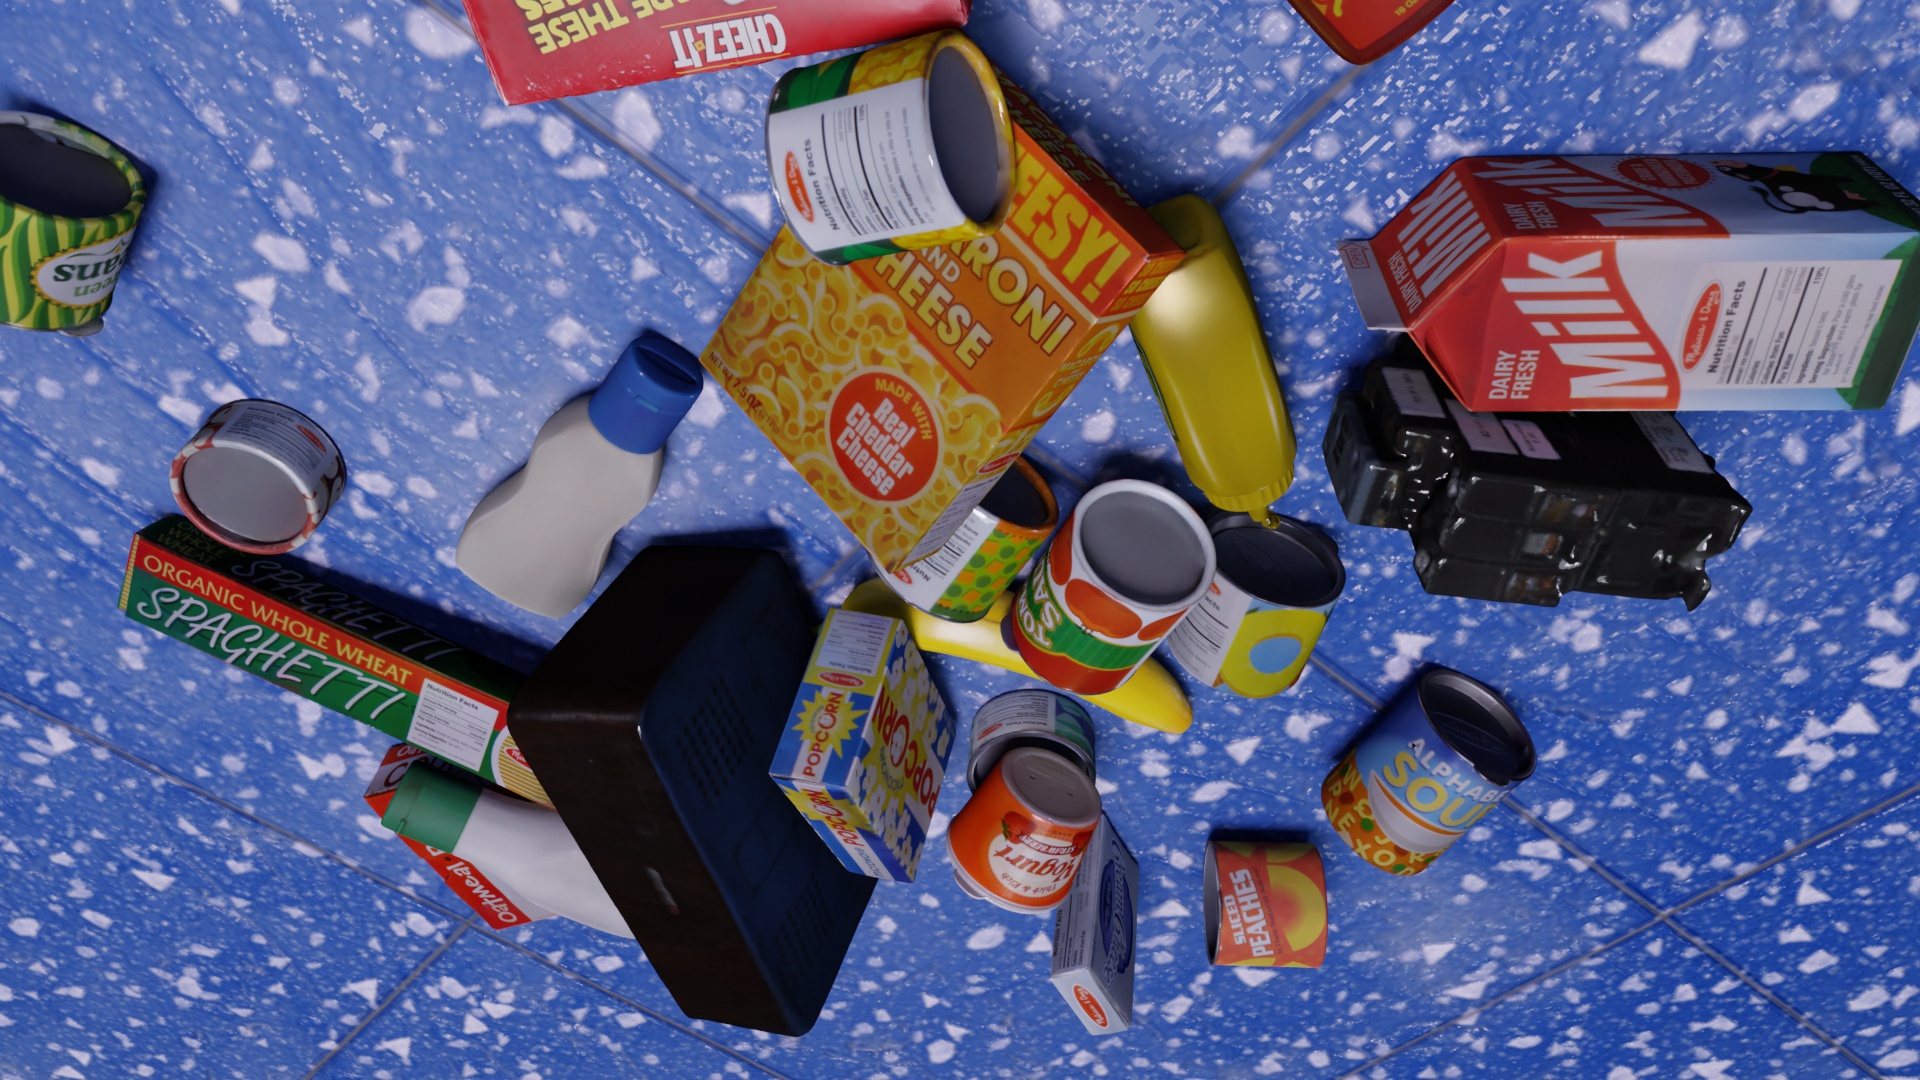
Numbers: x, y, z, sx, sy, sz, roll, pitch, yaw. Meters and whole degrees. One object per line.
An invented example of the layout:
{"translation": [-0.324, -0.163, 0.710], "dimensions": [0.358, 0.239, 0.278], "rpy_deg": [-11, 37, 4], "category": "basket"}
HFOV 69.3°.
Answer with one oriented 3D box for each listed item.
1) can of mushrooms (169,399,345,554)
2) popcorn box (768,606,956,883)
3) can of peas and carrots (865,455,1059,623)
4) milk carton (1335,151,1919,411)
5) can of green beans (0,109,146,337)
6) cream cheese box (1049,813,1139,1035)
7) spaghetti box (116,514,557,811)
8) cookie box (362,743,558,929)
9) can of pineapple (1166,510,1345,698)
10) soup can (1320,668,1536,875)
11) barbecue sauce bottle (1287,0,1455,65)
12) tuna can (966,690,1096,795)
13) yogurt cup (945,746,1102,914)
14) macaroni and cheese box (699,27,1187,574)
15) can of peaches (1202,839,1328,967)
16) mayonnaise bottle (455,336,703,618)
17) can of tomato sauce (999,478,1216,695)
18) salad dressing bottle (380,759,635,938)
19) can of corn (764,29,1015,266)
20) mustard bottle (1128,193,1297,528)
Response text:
{"translation": [-0.323, -0.027, 0.639], "dimensions": [0.071, 0.034, 0.070], "rpy_deg": [2, 128, 2], "category": "can of mushrooms"}
{"translation": [-0.041, 0.099, 0.654], "dimensions": [0.038, 0.085, 0.126], "rpy_deg": [8, 150, 18], "category": "popcorn box"}
{"translation": [0.002, -0.008, 0.608], "dimensions": [0.071, 0.071, 0.058], "rpy_deg": [28, 122, -16], "category": "can of peas and carrots"}
{"translation": [0.242, -0.096, 0.517], "dimensions": [0.191, 0.073, 0.073], "rpy_deg": [0, 127, 3], "category": "milk carton"}
{"translation": [-0.363, -0.125, 0.545], "dimensions": [0.071, 0.071, 0.057], "rpy_deg": [31, 123, -18], "category": "can of green beans"}
{"translation": [0.073, 0.201, 0.737], "dimensions": [0.024, 0.104, 0.053], "rpy_deg": [-17, 123, 22], "category": "cream cheese box"}
{"translation": [-0.284, 0.063, 0.678], "dimensions": [0.250, 0.029, 0.050], "rpy_deg": [25, 116, -3], "category": "spaghetti box"}
{"translation": [-0.218, 0.147, 0.759], "dimensions": [0.167, 0.040, 0.122], "rpy_deg": [-17, 124, 17], "category": "cookie box"}
{"translation": [0.133, 0.028, 0.625], "dimensions": [0.071, 0.071, 0.057], "rpy_deg": [11, 128, -4], "category": "can of pineapple"}
{"translation": [0.228, 0.116, 0.681], "dimensions": [0.071, 0.072, 0.083], "rpy_deg": [23, 126, -12], "category": "soup can"}
{"translation": [0.105, -0.227, 0.446], "dimensions": [0.148, 0.044, 0.064], "rpy_deg": [39, 122, -22], "category": "barbecue sauce bottle"}
{"translation": [0.038, 0.113, 0.717], "dimensions": [0.071, 0.033, 0.070], "rpy_deg": [2, 127, 3], "category": "tuna can"}
{"translation": [0.033, 0.138, 0.675], "dimensions": [0.072, 0.073, 0.053], "rpy_deg": [20, 118, -11], "category": "yogurt cup"}
{"translation": [-0.013, -0.088, 0.528], "dimensions": [0.124, 0.040, 0.165], "rpy_deg": [48, 122, 12], "category": "macaroni and cheese box"}
{"translation": [0.163, 0.196, 0.748], "dimensions": [0.058, 0.071, 0.071], "rpy_deg": [1, 127, 3], "category": "can of peaches"}
{"translation": [-0.167, -0.028, 0.621], "dimensions": [0.064, 0.041, 0.147], "rpy_deg": [32, 122, -20], "category": "mayonnaise bottle"}
{"translation": [0.063, 0.021, 0.608], "dimensions": [0.071, 0.071, 0.082], "rpy_deg": [17, 146, -8], "category": "can of tomato sauce"}
{"translation": [-0.218, 0.157, 0.714], "dimensions": [0.147, 0.044, 0.064], "rpy_deg": [26, 125, -14], "category": "salad dressing bottle"}
{"translation": [-0.020, -0.129, 0.456], "dimensions": [0.058, 0.071, 0.071], "rpy_deg": [-4, 129, 28], "category": "can of corn"}
{"translation": [0.105, -0.059, 0.563], "dimensions": [0.049, 0.065, 0.159], "rpy_deg": [-18, 127, 13], "category": "mustard bottle"}
